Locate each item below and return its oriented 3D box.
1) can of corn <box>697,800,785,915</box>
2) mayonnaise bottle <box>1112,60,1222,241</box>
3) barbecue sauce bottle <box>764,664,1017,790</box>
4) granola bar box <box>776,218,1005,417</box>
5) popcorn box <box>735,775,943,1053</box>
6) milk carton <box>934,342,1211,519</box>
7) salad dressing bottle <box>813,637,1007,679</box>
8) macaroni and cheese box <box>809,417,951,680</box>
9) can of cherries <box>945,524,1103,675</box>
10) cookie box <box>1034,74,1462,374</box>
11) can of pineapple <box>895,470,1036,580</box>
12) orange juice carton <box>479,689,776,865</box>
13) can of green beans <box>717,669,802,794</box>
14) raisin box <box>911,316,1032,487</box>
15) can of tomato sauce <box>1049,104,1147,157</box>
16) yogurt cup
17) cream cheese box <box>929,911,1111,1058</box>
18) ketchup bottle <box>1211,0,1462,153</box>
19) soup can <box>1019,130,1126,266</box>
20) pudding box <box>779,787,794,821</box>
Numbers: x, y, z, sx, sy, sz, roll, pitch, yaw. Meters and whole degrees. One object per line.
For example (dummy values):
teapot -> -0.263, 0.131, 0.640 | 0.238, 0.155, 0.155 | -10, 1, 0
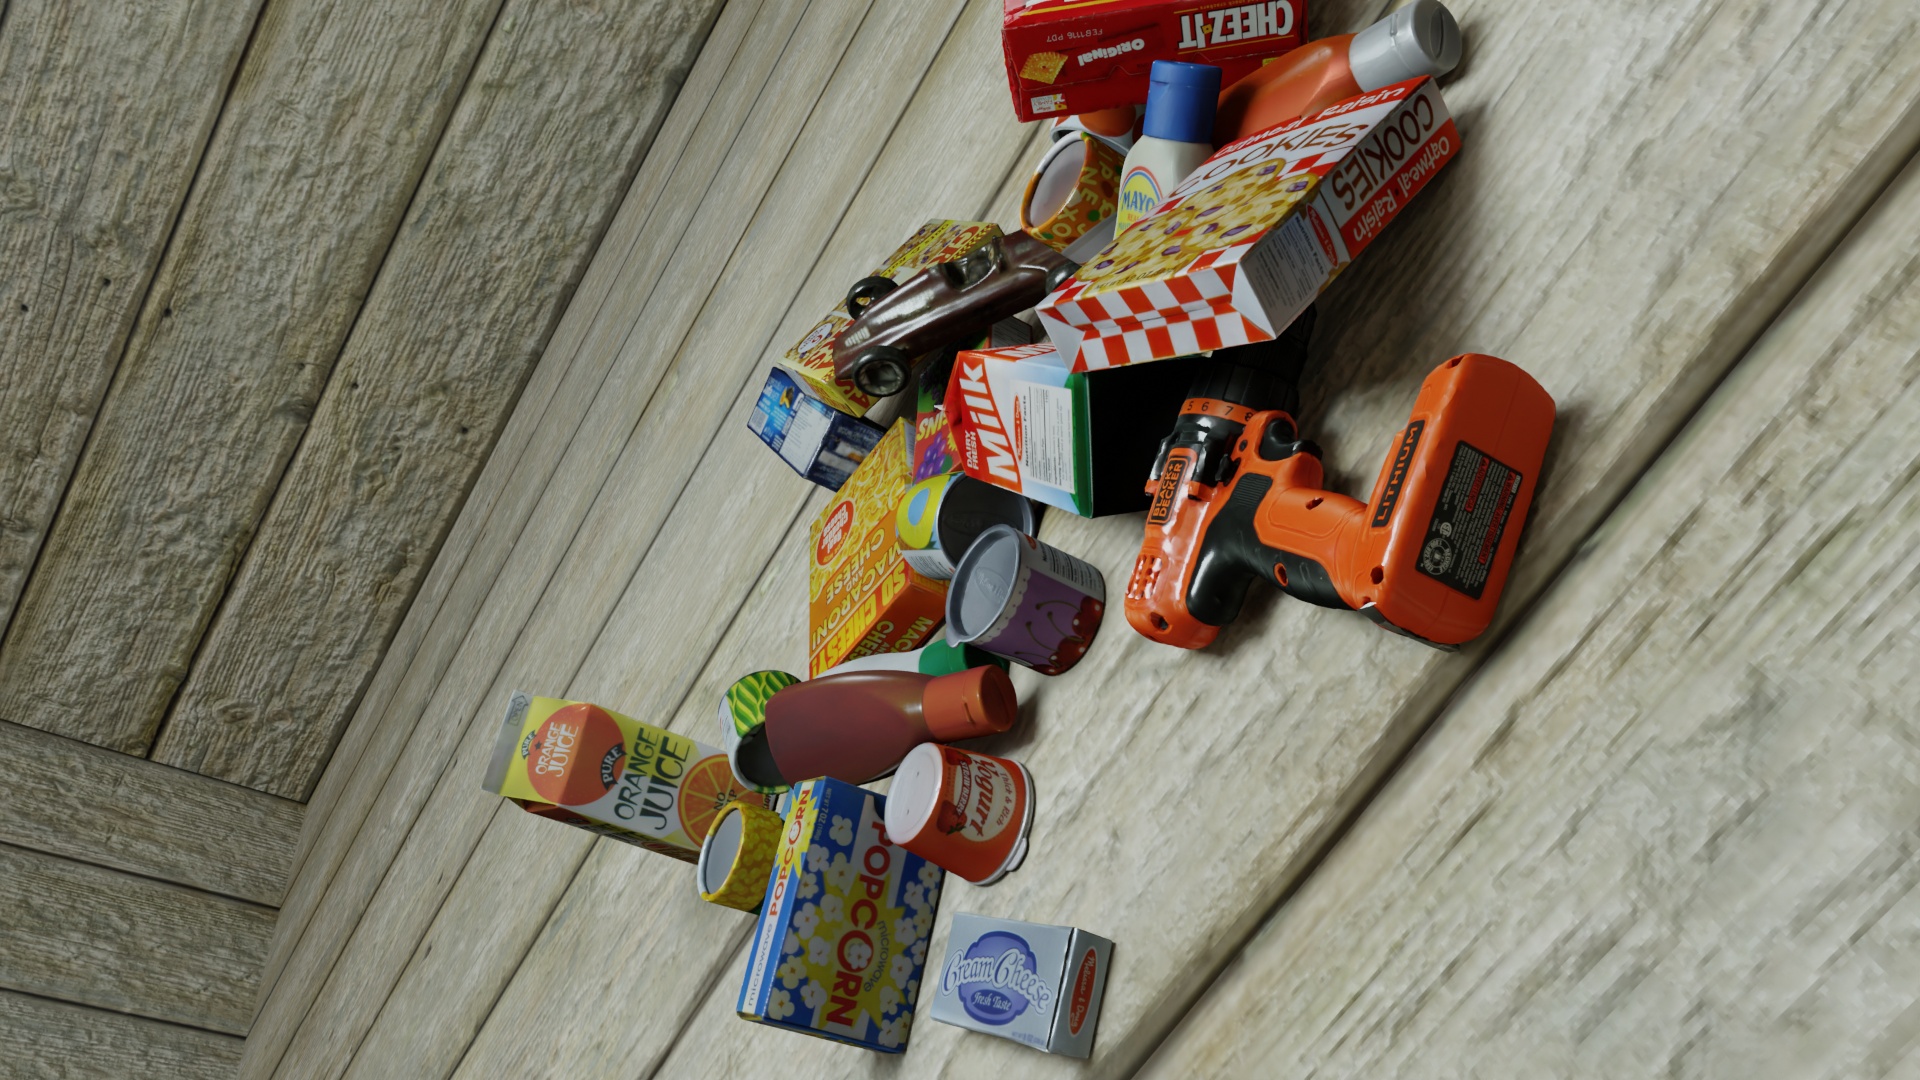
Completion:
can of corn -> -0.128, 0.205, 0.892 | 0.071, 0.058, 0.071 | -42, 35, 39
mayonnaise bottle -> 0.108, -0.175, 0.735 | 0.065, 0.041, 0.147 | 38, 127, 54
barbecue sauce bottle -> -0.039, 0.100, 0.769 | 0.148, 0.044, 0.065 | -16, 94, 33
granola bar box -> -0.046, -0.164, 1.010 | 0.166, 0.039, 0.124 | -44, 26, -8
popcorn box -> -0.060, 0.199, 0.740 | 0.038, 0.085, 0.127 | -22, 49, 56
milk carton -> 0.054, -0.066, 0.744 | 0.191, 0.072, 0.073 | -156, 60, -63
salad dressing bottle -> -0.035, 0.089, 0.822 | 0.147, 0.064, 0.044 | -27, 46, 42
macaroni and cheese box -> -0.055, 0.014, 0.941 | 0.123, 0.040, 0.167 | -48, 31, 31
can of cherries -> 0.033, 0.034, 0.740 | 0.071, 0.058, 0.072 | -41, 36, 39
cookie box -> 0.130, -0.142, 0.627 | 0.168, 0.040, 0.123 | -44, 23, -30
can of pineapple -> 0.003, -0.010, 0.824 | 0.058, 0.071, 0.071 | -3, 65, 61
orange juice carton -> -0.229, 0.167, 0.959 | 0.073, 0.192, 0.072 | -22, 48, 54
can of green beans -> -0.129, 0.131, 0.949 | 0.071, 0.071, 0.058 | -59, 27, 13
raisin box -> 0.008, -0.081, 0.906 | 0.085, 0.040, 0.124 | -40, 34, 40
can of tomato sauce -> 0.103, -0.280, 0.871 | 0.071, 0.071, 0.083 | 17, 84, 64
yogurt cup -> -0.003, 0.139, 0.722 | 0.072, 0.054, 0.073 | -44, 33, 38
cream cheese box -> 0.026, 0.205, 0.645 | 0.103, 0.024, 0.053 | -16, 53, 57
ketchup bottle -> 0.180, -0.222, 0.700 | 0.148, 0.043, 0.065 | -16, 60, 57
soup can -> 0.085, -0.185, 0.799 | 0.071, 0.084, 0.072 | -42, 35, 39
pudding box -> -0.068, 0.167, 0.824 | 0.083, 0.049, 0.030 | 9, 78, 64
